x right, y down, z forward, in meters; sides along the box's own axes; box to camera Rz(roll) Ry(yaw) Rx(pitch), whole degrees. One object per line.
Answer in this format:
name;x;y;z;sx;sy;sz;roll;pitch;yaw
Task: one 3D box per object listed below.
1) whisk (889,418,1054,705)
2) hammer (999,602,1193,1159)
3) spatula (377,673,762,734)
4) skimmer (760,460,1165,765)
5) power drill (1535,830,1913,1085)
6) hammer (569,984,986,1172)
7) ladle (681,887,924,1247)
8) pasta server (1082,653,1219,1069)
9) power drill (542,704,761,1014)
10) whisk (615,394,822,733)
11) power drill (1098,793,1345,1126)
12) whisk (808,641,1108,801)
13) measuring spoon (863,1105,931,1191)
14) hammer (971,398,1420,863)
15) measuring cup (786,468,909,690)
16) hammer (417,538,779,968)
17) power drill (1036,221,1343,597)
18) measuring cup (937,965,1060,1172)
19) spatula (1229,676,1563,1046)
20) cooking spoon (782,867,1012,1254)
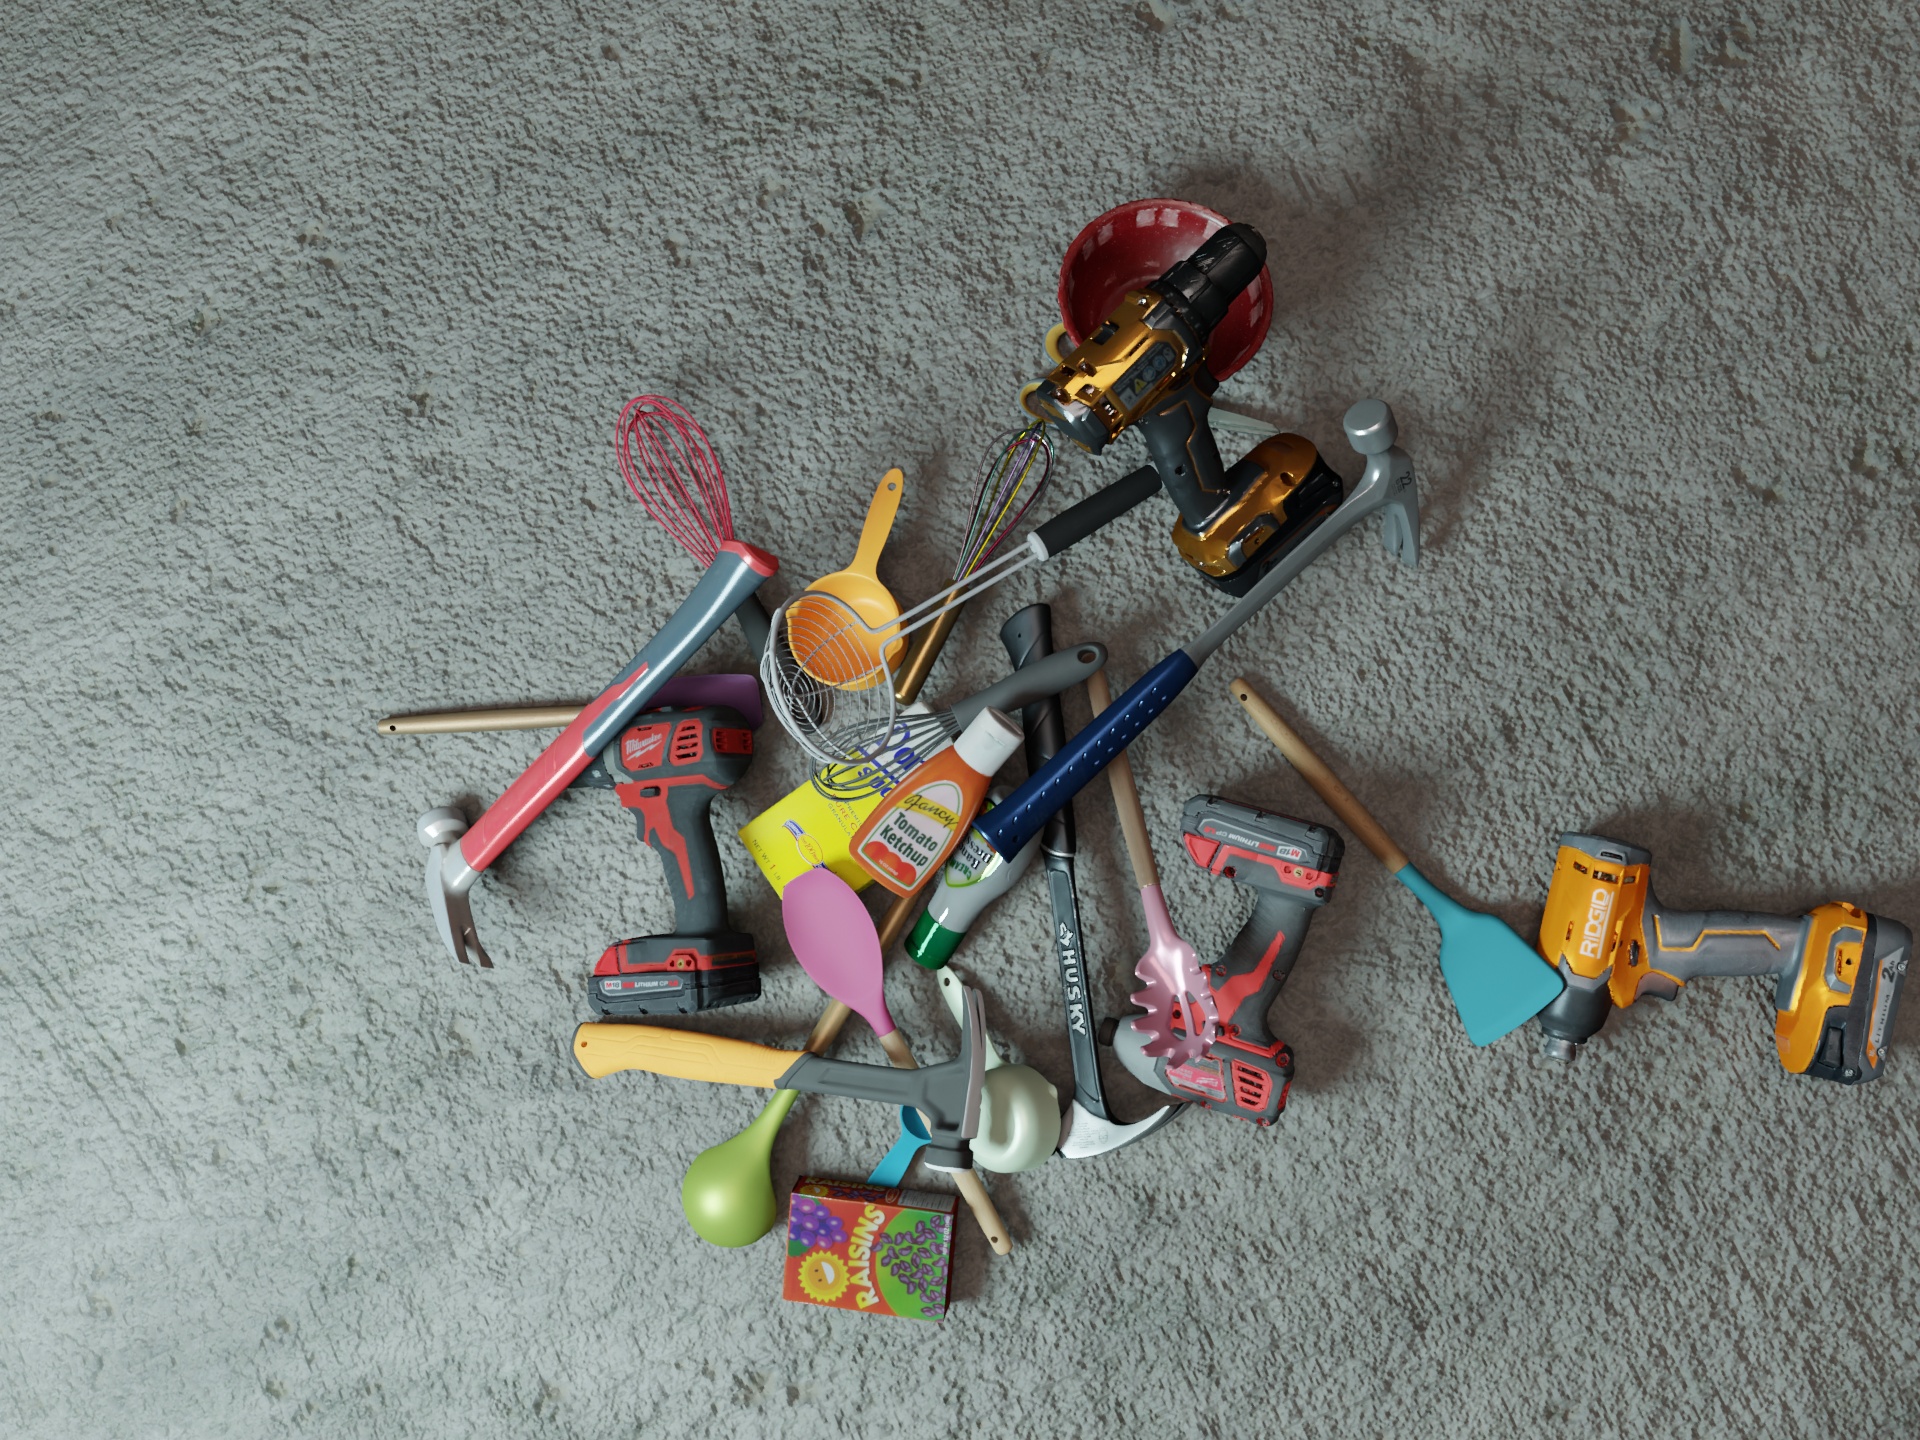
whisk;0.008;-0.122;1.212;0.047;0.051;0.245;21;82;40
hammer;0.077;0.113;1.175;0.149;0.036;0.409;-15;77;39
spatula;-0.311;-0.002;1.261;0.316;0.018;0.059;-3;106;8
skimmer;0.018;-0.096;1.144;0.363;0.090;0.127;-32;103;-15
power drill;0.521;0.182;1.116;0.226;0.084;0.164;14;88;12
hammer;-0.141;0.246;1.170;0.337;0.034;0.127;1;77;23
ladle;-0.110;0.254;1.212;0.078;0.062;0.320;30;83;16
pasta server;0.126;0.092;1.135;0.060;0.040;0.316;-22;65;21
power drill;-0.238;0.104;1.202;0.188;0.080;0.227;-7;84;31
whisk;-0.184;-0.121;1.240;0.073;0.073;0.296;-29;89;4
power drill;0.189;0.170;1.155;0.143;0.078;0.219;15;92;19
whisk;-0.002;-0.004;1.167;0.239;0.055;0.055;-24;83;2
measuring spoon;-0.047;0.331;1.207;0.042;0.021;0.128;33;99;4
hammer;0.173;-0.046;1.129;0.405;0.143;0.035;-42;45;-4
measuring cup;-0.070;-0.106;1.224;0.095;0.052;0.174;16;84;13
hammer;-0.264;0.018;1.162;0.386;0.038;0.143;-43;52;20
power drill;0.183;-0.219;1.126;0.185;0.084;0.226;-45;123;2
measuring cup;0.012;0.253;1.170;0.083;0.038;0.168;-45;61;30
spatula;0.305;0.090;1.166;0.317;0.044;0.082;49;120;10
cooking spoon;-0.042;0.254;1.179;0.069;0.017;0.319;-28;90;18
